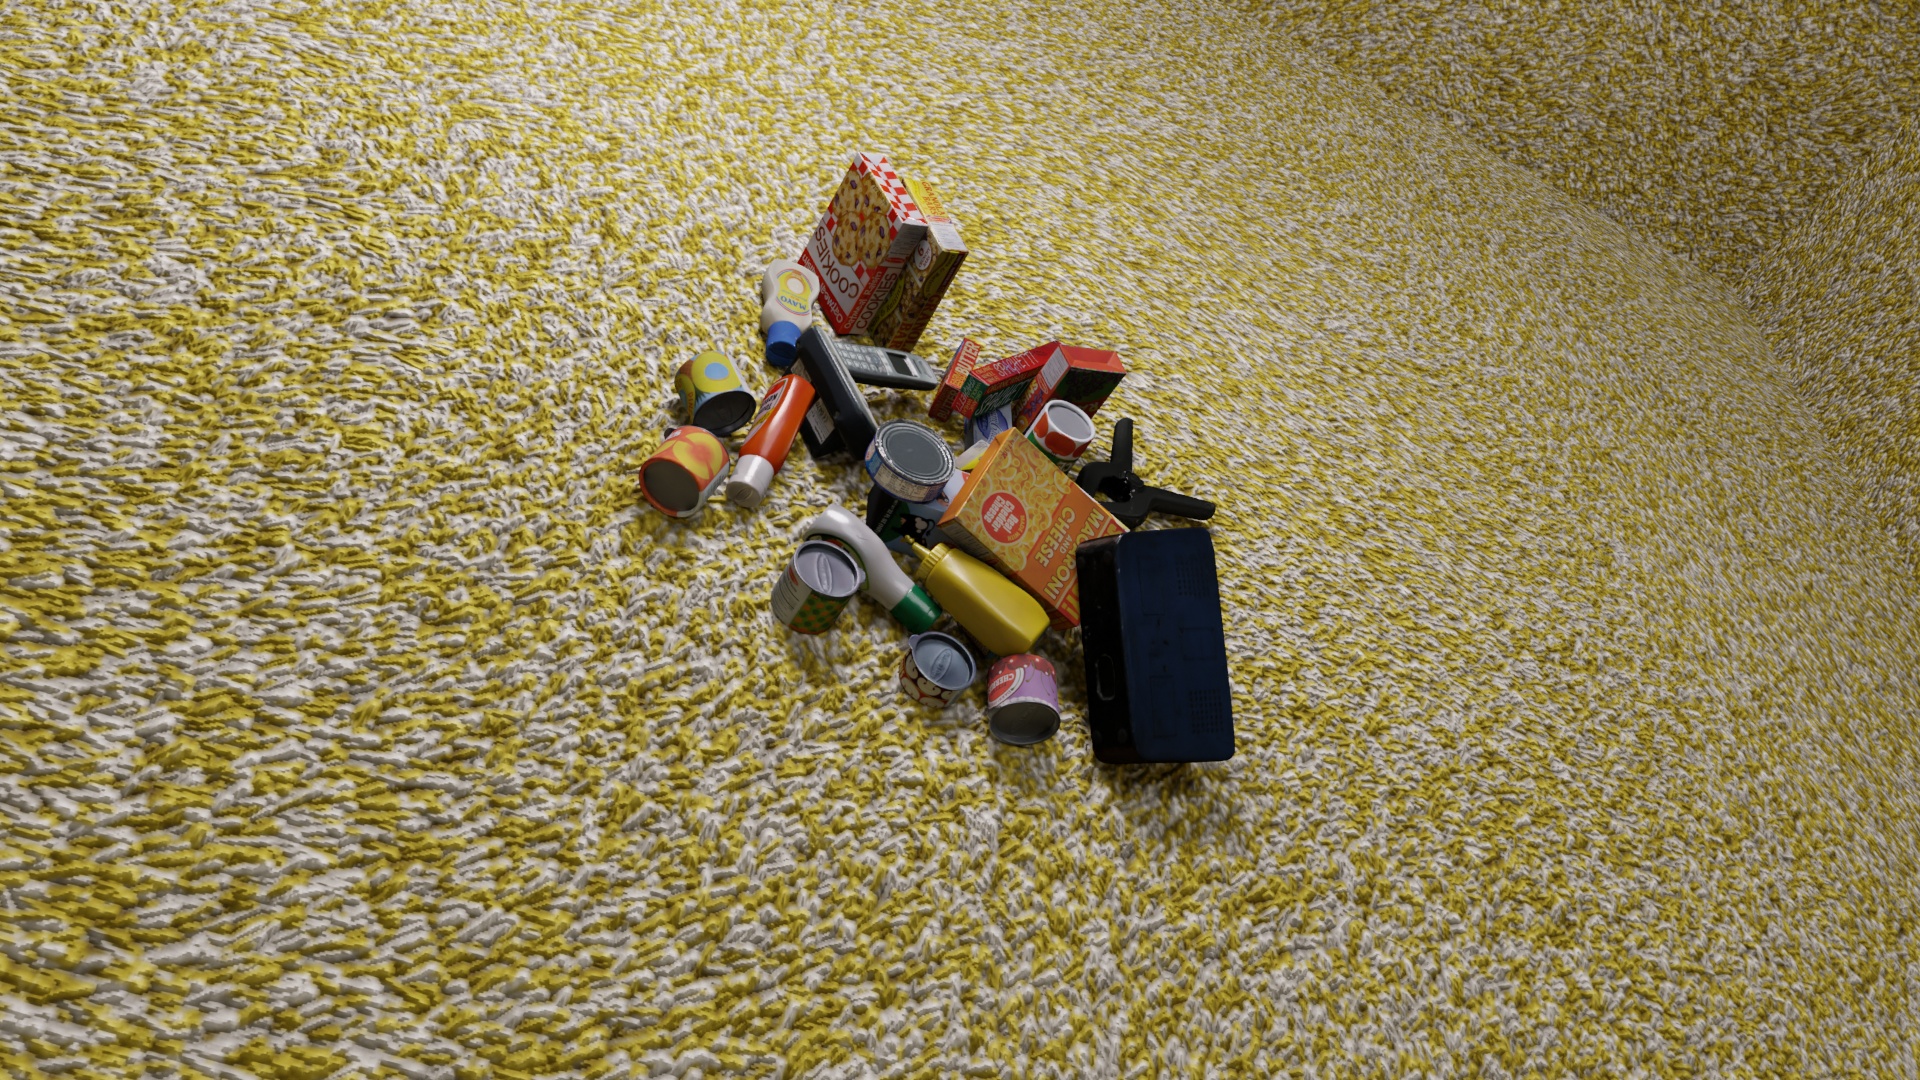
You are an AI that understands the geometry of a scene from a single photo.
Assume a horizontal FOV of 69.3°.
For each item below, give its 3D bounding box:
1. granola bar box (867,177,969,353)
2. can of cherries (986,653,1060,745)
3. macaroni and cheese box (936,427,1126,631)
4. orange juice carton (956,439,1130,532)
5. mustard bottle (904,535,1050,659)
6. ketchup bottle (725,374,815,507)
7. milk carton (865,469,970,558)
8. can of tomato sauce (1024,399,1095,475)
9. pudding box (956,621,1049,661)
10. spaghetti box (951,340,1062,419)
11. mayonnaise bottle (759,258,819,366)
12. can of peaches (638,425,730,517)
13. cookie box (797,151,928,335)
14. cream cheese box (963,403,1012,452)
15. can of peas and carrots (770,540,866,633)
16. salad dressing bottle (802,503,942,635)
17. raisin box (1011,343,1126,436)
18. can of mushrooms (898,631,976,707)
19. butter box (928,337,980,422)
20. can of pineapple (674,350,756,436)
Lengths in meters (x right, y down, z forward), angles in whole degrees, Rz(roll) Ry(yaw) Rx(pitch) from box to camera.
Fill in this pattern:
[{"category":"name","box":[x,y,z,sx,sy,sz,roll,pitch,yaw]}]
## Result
[{"category":"granola bar box","box":[-0.064,-0.310,1.592,0.039,0.164,0.124,-1,51,-35]},{"category":"can of cherries","box":[0.056,0.146,1.288,0.071,0.071,0.059,19,41,-19]},{"category":"macaroni and cheese box","box":[0.074,-0.010,1.366,0.166,0.040,0.124,42,61,-16]},{"category":"orange juice carton","box":[0.078,-0.035,1.485,0.193,0.072,0.072,41,40,8]},{"category":"mustard bottle","box":[0.009,0.047,1.322,0.160,0.048,0.065,39,35,9]},{"category":"ketchup bottle","box":[-0.189,-0.096,1.369,0.043,0.064,0.149,36,45,-20]},{"category":"milk carton","box":[0.005,-0.018,1.416,0.190,0.072,0.074,20,41,-19]},{"category":"can of tomato sauce","box":[0.106,-0.106,1.569,0.071,0.082,0.071,20,41,-18]},{"category":"pudding box","box":[0.043,0.083,1.373,0.084,0.030,0.050,-15,59,-44]},{"category":"spaghetti box","box":[0.063,-0.189,1.615,0.029,0.050,0.251,37,28,13]},{"category":"mayonnaise bottle","box":[-0.192,-0.251,1.538,0.065,0.041,0.149,20,40,-20]},{"category":"can of peaches","box":[-0.257,-0.065,1.281,0.071,0.071,0.058,32,40,-4]},{"category":"cookie box","box":[-0.115,-0.335,1.579,0.040,0.166,0.123,-2,51,-41]},{"category":"cream cheese box","box":[0.032,-0.125,1.583,0.053,0.024,0.104,20,41,-20]},{"category":"can of peas and carrots","box":[-0.130,0.043,1.267,0.071,0.058,0.071,20,41,-19]},{"category":"salad dressing bottle","box":[-0.082,0.030,1.318,0.147,0.064,0.044,42,50,-3]},{"category":"raisin box","box":[0.122,-0.170,1.614,0.086,0.122,0.040,1,51,-35]},{"category":"can of mushrooms","box":[-0.024,0.118,1.287,0.071,0.033,0.071,19,42,-18]},{"category":"butter box","box":[-0.006,-0.184,1.593,0.024,0.052,0.104,27,39,-7]},{"category":"can of pineapple","box":[-0.245,-0.145,1.373,0.071,0.070,0.058,-5,53,-39]}]
